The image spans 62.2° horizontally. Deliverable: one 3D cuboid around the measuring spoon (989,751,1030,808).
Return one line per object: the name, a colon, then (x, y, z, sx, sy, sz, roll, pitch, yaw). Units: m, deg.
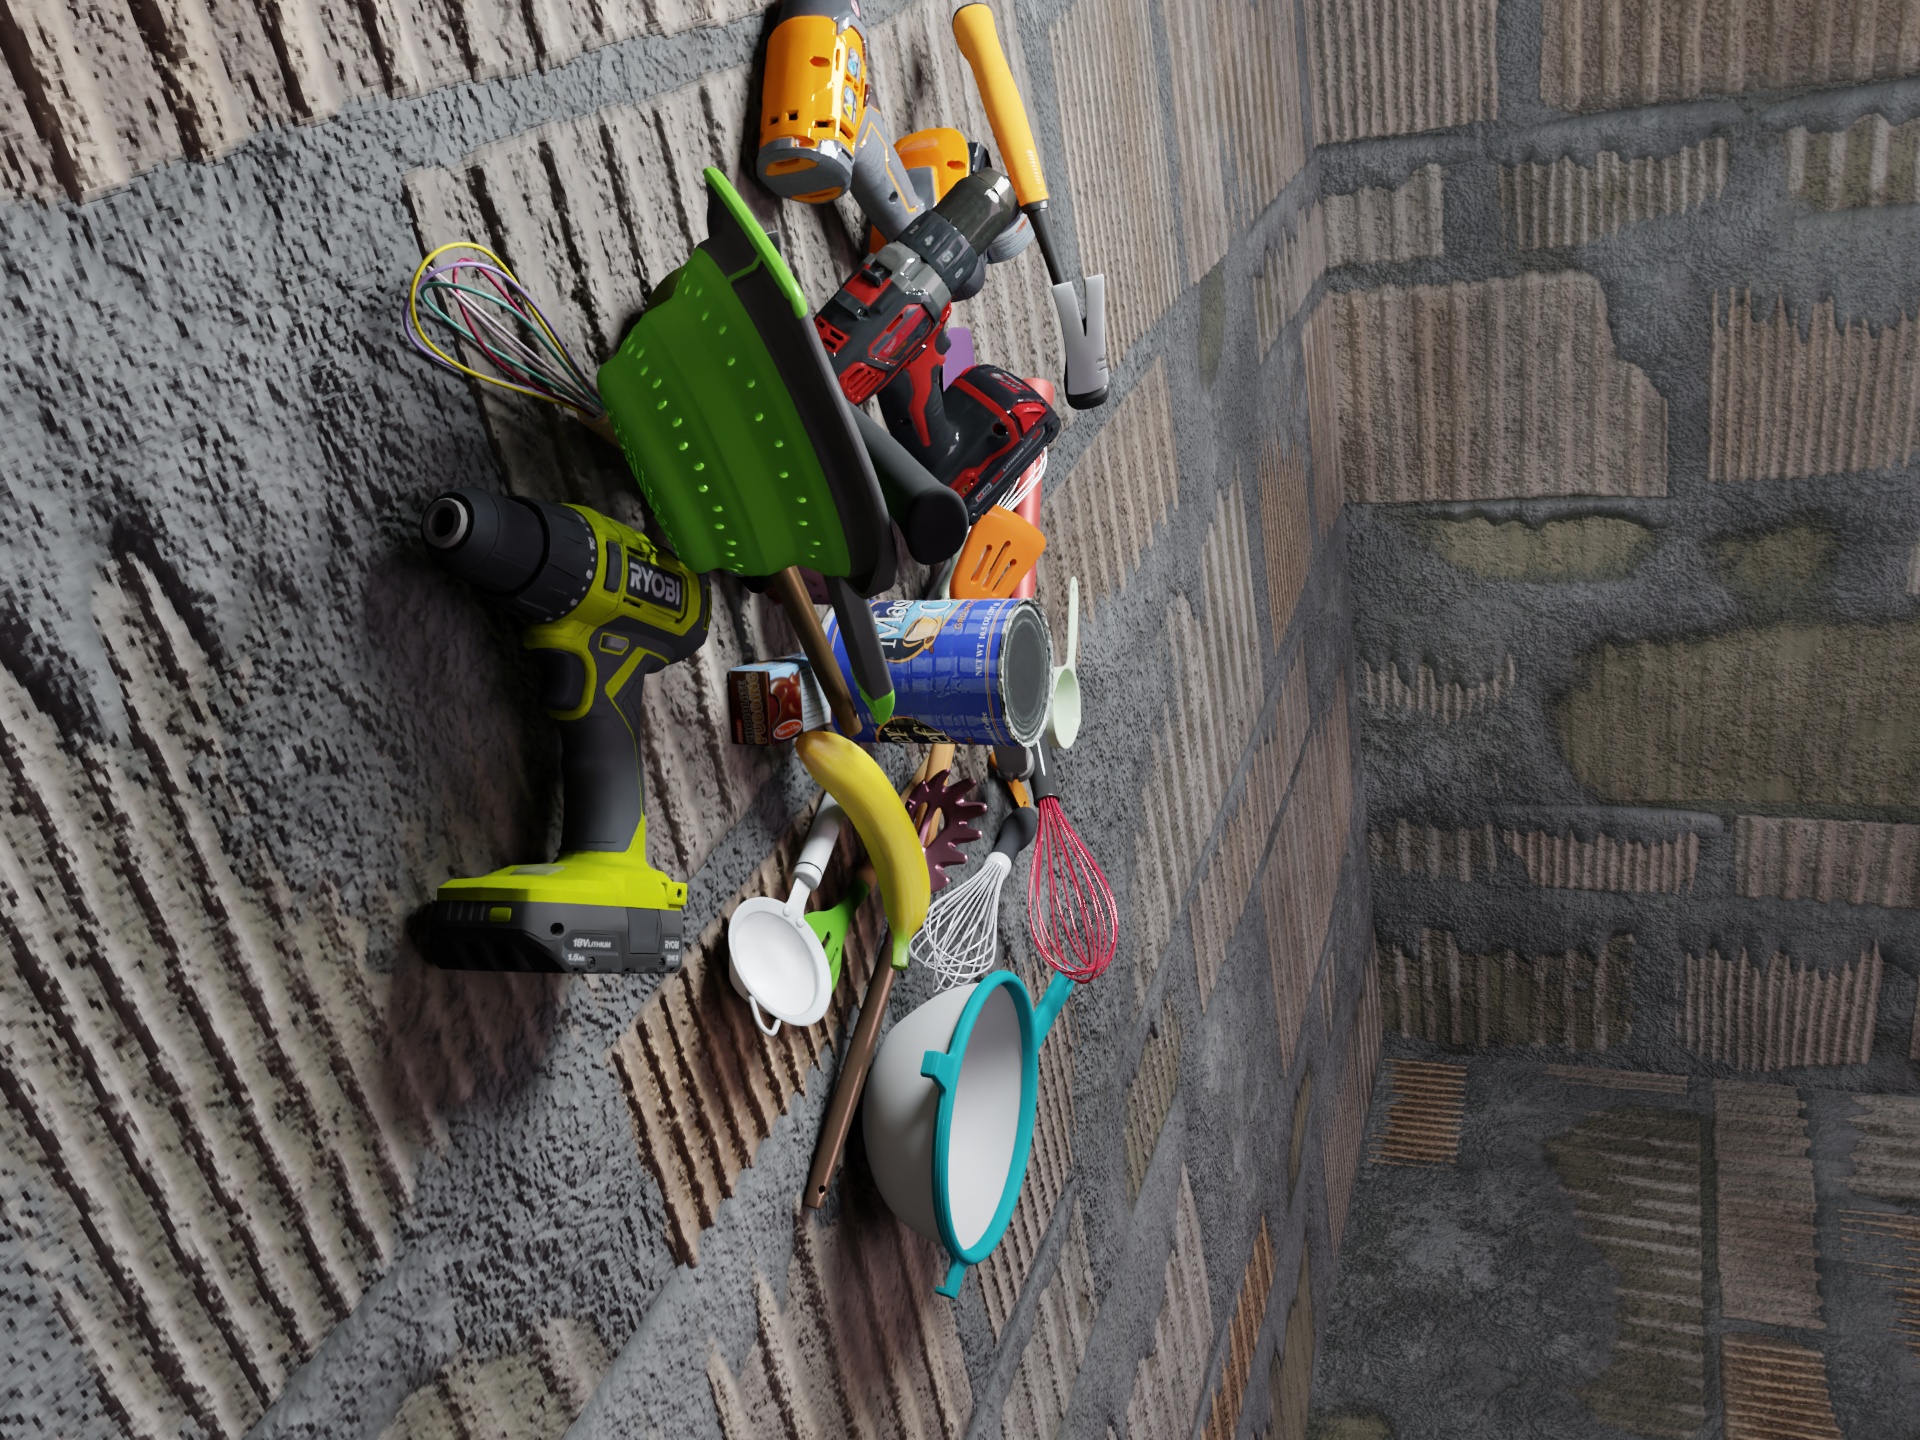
measuring spoon: (0.044, 0.057, 1.429, 0.116, 0.011, 0.021, 60, 37, -56)

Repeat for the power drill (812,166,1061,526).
power drill: (-0.006, -0.258, 1.113, 0.188, 0.080, 0.226, -48, 150, -2)

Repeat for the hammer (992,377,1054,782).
hammer: (0.053, -0.136, 1.349, 0.149, 0.037, 0.359, 78, 15, -68)

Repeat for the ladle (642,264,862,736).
ladle: (-0.109, -0.120, 0.956, 0.078, 0.062, 0.319, -65, 142, -49)

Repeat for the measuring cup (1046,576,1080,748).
measuring cup: (0.087, -0.055, 1.488, 0.083, 0.038, 0.168, 38, 54, -62)

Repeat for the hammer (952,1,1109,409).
hammer: (0.046, -0.388, 1.127, 0.127, 0.034, 0.337, 73, 2, -65)

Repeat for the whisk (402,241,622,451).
whisk: (-0.195, -0.171, 0.809, 0.244, 0.051, 0.047, 34, 54, -67)

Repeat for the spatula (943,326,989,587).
spatula: (0.010, -0.166, 1.324, 0.060, 0.018, 0.316, -26, 114, -59)

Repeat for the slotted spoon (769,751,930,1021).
slotted spoon: (-0.063, 0.103, 1.151, 0.314, 0.031, 0.070, -59, 142, -52)

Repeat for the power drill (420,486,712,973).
power drill: (-0.195, 0.007, 0.773, 0.190, 0.080, 0.228, 22, 68, -67)

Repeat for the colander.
colander: (-0.107, -0.097, 0.853, 0.205, 0.094, 0.396, 58, -10, 31)

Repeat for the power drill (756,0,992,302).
power drill: (-0.057, -0.397, 1.083, 0.226, 0.084, 0.164, 26, 65, -61)

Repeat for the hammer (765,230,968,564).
hammer: (-0.066, -0.166, 0.866, 0.335, 0.035, 0.146, -127, -160, -57)

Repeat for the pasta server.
pasta server: (-0.053, 0.186, 1.120, 0.060, 0.040, 0.316, 24, 73, -21)

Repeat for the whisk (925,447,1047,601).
whisk: (0.011, -0.149, 1.274, 0.059, 0.058, 0.246, 34, 60, -14)

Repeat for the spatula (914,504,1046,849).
spatula: (-0.002, -0.004, 1.202, 0.081, 0.041, 0.323, 25, 72, -45)

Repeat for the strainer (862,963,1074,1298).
strainer: (0.004, 0.268, 1.236, 0.340, 0.095, 0.211, -43, 133, -64)

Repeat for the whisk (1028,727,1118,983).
whisk: (0.077, 0.086, 1.355, 0.073, 0.073, 0.296, 52, 22, -56)

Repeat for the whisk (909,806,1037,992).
whisk: (0.021, 0.138, 1.320, 0.285, 0.070, 0.070, -52, 138, -63)

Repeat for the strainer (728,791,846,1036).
strainer: (-0.103, 0.110, 1.038, 0.086, 0.050, 0.259, 45, 37, -22)
